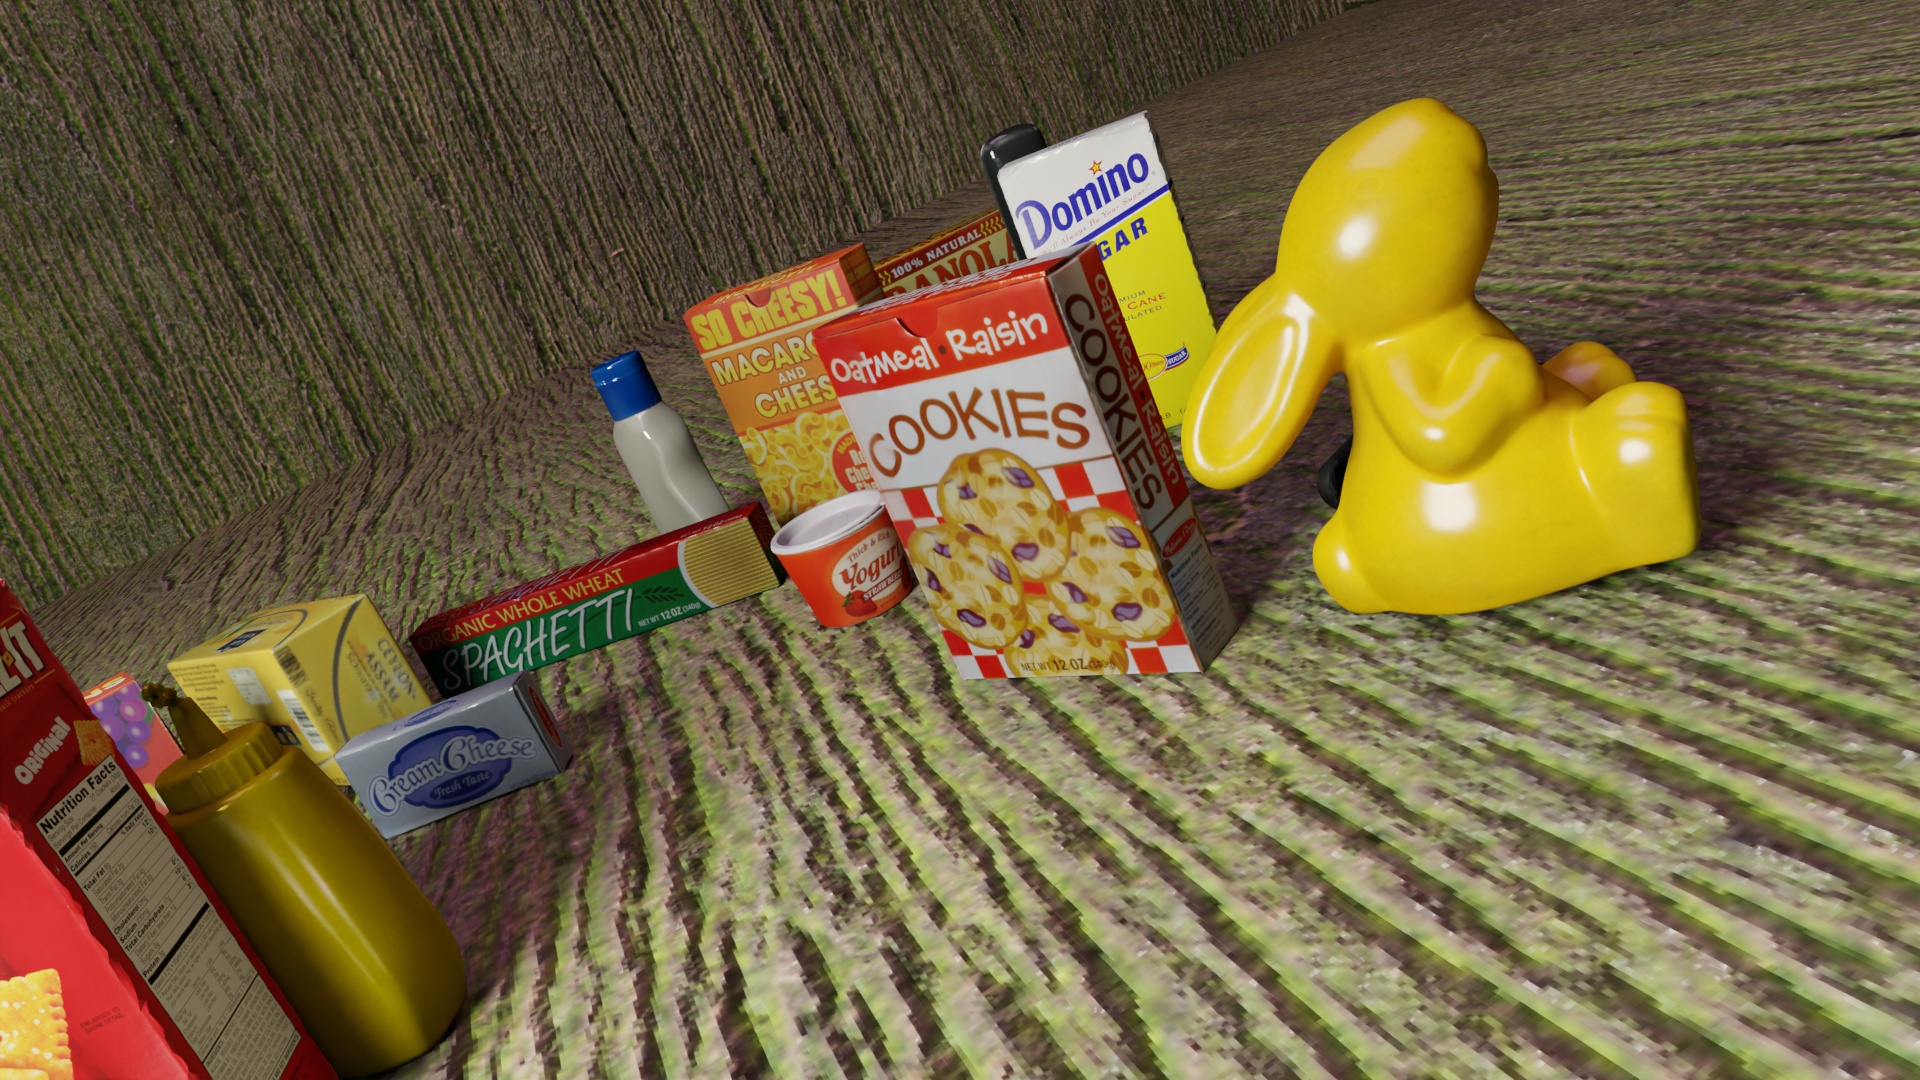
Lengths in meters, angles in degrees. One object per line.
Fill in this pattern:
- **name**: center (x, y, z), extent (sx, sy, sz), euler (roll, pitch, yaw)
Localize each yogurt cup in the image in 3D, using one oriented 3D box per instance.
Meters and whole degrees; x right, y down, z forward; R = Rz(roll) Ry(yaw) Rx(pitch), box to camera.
- **yogurt cup**: center (-0.060, 0.011, 0.743), extent (0.072, 0.053, 0.072), euler (-21, 18, 7)

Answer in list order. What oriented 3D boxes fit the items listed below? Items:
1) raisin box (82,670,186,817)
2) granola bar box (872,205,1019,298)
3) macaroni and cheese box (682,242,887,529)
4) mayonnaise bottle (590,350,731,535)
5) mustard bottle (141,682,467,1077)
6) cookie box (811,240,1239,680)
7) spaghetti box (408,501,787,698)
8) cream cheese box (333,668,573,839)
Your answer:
- **raisin box**: center (-0.432, 0.142, 0.708), extent (0.086, 0.123, 0.040), euler (-35, 21, -32)
- **granola bar box**: center (-0.008, -0.178, 1.102), extent (0.166, 0.124, 0.039), euler (-31, 19, -22)
- **macaroni and cheese box**: center (-0.084, -0.086, 0.864), extent (0.123, 0.166, 0.040), euler (-13, 20, 30)
- **mayonnaise bottle**: center (-0.206, -0.058, 0.961), extent (0.064, 0.147, 0.041), euler (-3, 26, 47)
- **mustard bottle**: center (-0.237, 0.115, 0.491), extent (0.065, 0.159, 0.049), euler (-18, 18, 16)
- **cookie box**: center (0.025, -0.024, 0.556), extent (0.123, 0.167, 0.040), euler (-7, 24, 41)
- **spaghetti box**: center (-0.229, 0.040, 0.871), extent (0.250, 0.050, 0.029), euler (-19, 18, 14)
- **cream cheese box**: center (-0.255, 0.109, 0.702), extent (0.104, 0.053, 0.024), euler (-21, 18, 6)
